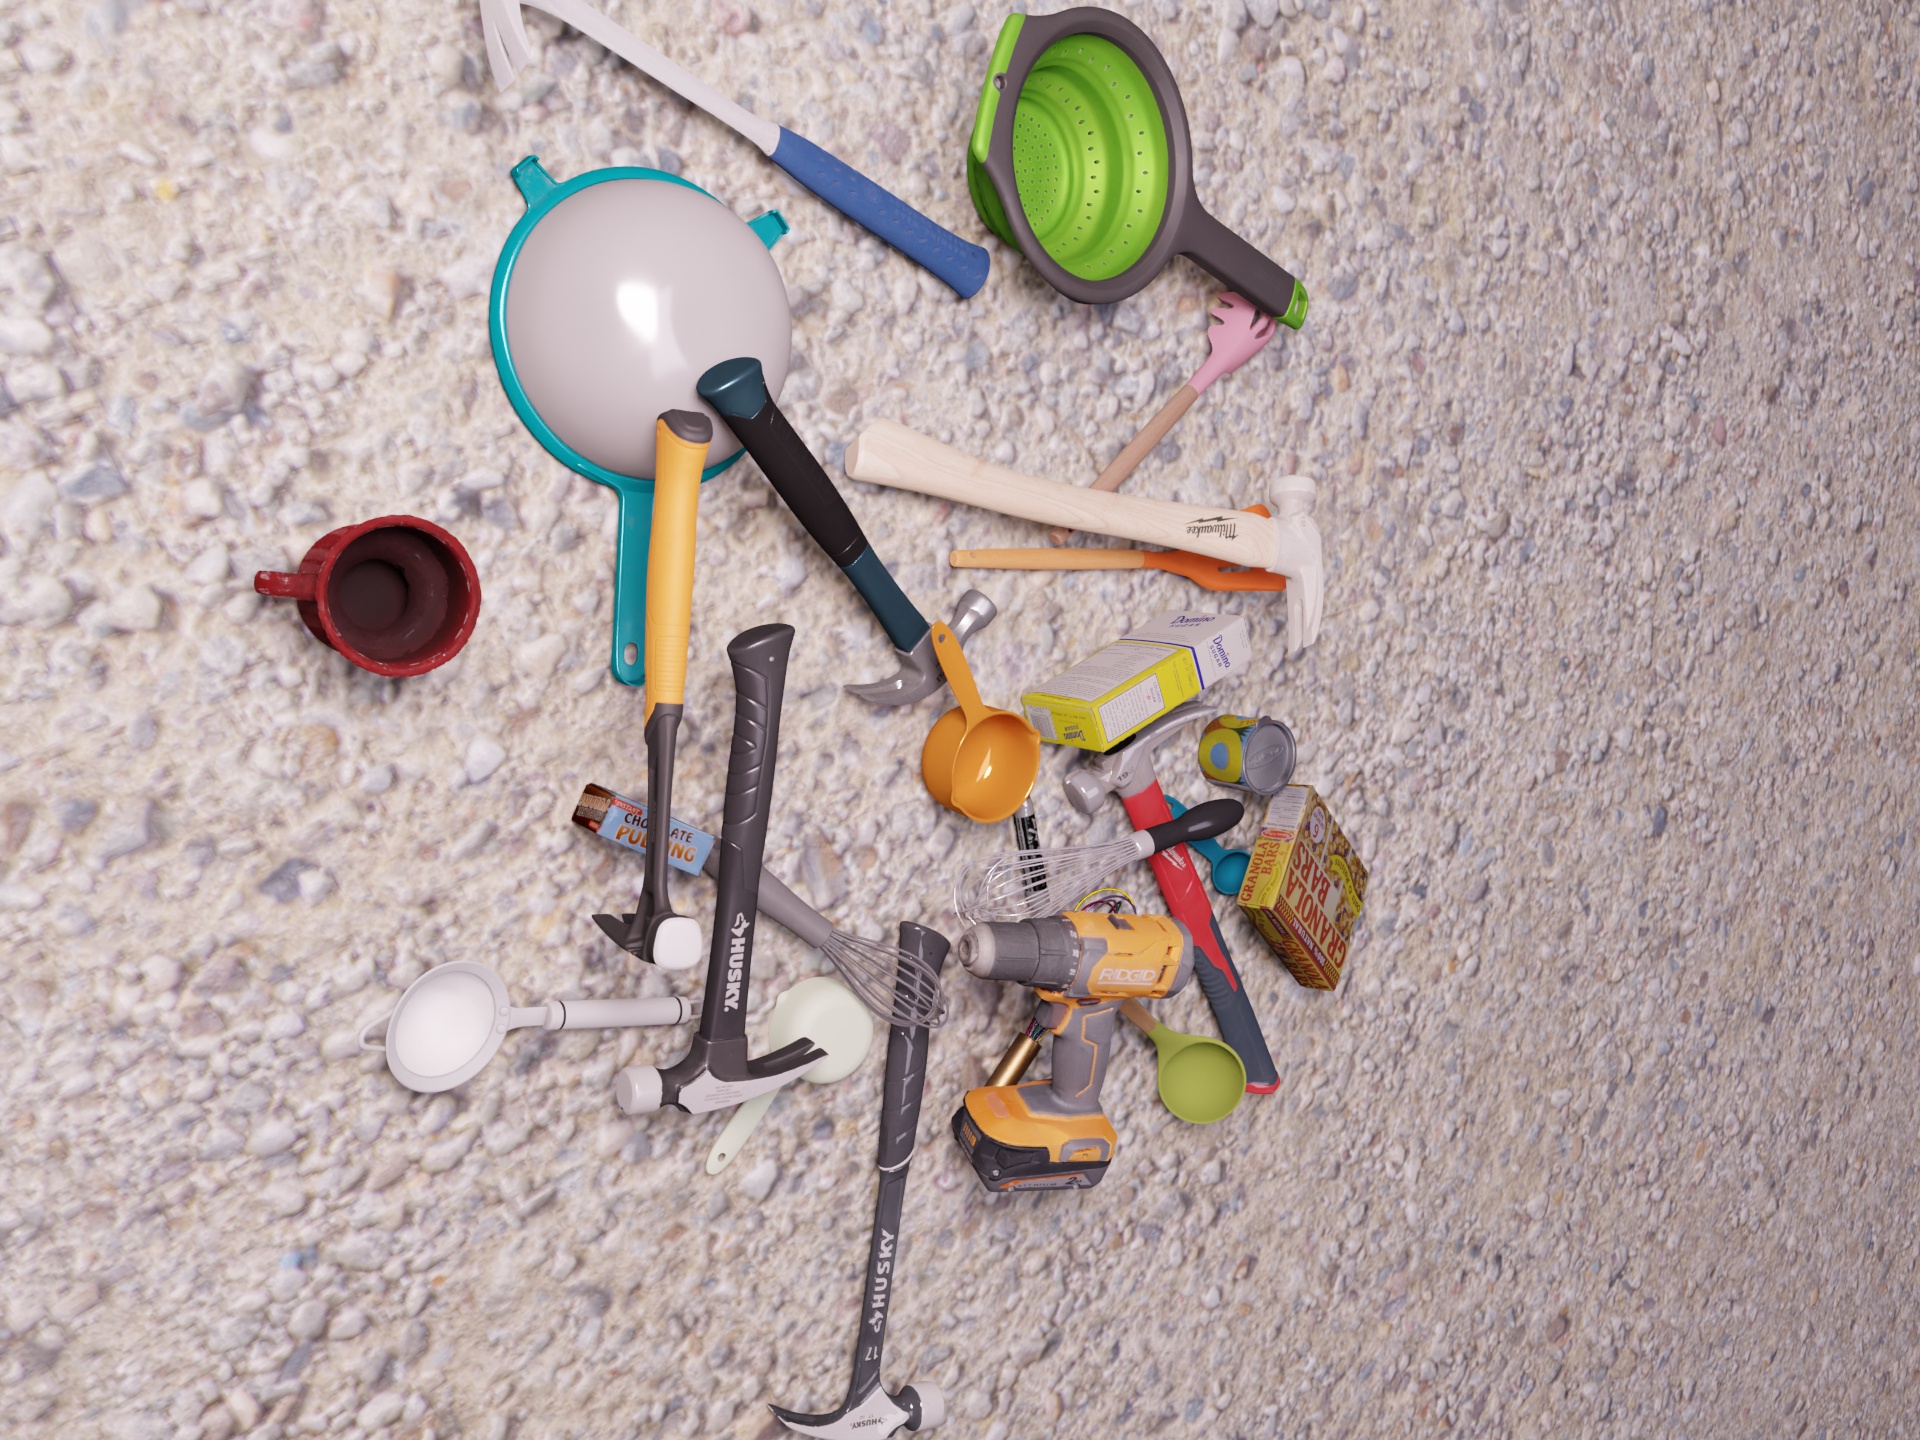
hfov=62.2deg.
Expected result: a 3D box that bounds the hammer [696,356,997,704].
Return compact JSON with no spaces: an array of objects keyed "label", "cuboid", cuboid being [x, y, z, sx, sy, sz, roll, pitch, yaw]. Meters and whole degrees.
[{"label":"hammer","cuboid":[-0.080,-0.126,1.095,0.128,0.033,0.330,-52,139,-14]}]

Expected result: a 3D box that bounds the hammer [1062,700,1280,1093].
[{"label":"hammer","cuboid":[0.218,0.169,1.389,0.143,0.038,0.386,-33,116,-15]}]

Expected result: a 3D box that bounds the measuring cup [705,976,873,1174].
[{"label":"measuring cup","cuboid":[-0.126,0.265,1.165,0.083,0.038,0.168,49,66,-30]}]

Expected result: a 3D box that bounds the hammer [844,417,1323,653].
[{"label":"hammer","cuboid":[0.106,-0.153,1.223,0.410,0.038,0.146,8,72,-24]}]

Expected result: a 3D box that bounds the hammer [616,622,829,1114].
[{"label":"hammer","cuboid":[-0.143,0.100,1.072,0.146,0.035,0.334,1,101,-35]}]

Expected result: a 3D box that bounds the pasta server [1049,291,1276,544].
[{"label":"pasta server","cuboid":[0.169,-0.253,1.309,0.316,0.040,0.060,-48,120,-20]}]

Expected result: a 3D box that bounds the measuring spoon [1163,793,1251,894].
[{"label":"measuring spoon","cuboid":[0.212,0.105,1.404,0.042,0.021,0.128,-46,112,1]}]

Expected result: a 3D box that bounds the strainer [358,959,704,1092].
[{"label":"strainer","cuboid":[-0.277,0.196,1.049,0.258,0.050,0.087,7,98,-42]}]

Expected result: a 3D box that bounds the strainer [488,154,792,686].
[{"label":"strainer","cuboid":[-0.189,-0.190,1.026,0.211,0.095,0.340,1,94,-36]}]

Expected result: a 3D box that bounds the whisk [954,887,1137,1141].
[{"label":"whisk","cuboid":[0.067,0.241,1.306,0.047,0.051,0.245,38,78,-11]}]

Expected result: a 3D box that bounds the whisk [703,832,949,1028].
[{"label":"whisk","cuboid":[-0.099,0.152,1.151,0.238,0.055,0.055,39,73,-19]}]

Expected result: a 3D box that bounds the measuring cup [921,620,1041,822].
[{"label":"measuring cup","cuboid":[-0.002,-0.004,1.203,0.095,0.052,0.173,-37,121,-26]}]

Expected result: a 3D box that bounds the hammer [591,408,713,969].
[{"label":"hammer","cuboid":[-0.185,-0.022,0.986,0.034,0.127,0.337,3,92,-29]}]

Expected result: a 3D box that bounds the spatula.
[{"label":"spatula","cuboid":[0.133,-0.136,1.298,0.322,0.041,0.081,-4,75,-34]}]

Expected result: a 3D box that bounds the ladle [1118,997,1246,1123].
[{"label":"ladle","cuboid":[0.150,0.249,1.311,0.078,0.062,0.319,-38,135,6]}]

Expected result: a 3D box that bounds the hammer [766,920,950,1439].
[{"label":"hammer","cuboid":[-0.058,0.358,1.231,0.149,0.036,0.409,6,92,-35]}]

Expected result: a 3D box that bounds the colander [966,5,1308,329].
[{"label":"colander","cuboid":[0.130,-0.393,1.235,0.396,0.094,0.204,18,86,-43]}]

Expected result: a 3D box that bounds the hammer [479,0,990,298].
[{"label":"hammer","cuboid":[-0.135,-0.386,1.057,0.405,0.035,0.144,22,57,-39]}]

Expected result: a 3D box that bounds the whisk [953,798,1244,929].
[{"label":"whisk","cuboid":[0.116,0.108,1.269,0.284,0.070,0.070,-17,106,-29]}]

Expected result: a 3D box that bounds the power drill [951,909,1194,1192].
[{"label":"power drill","cuboid":[0.062,0.244,1.203,0.185,0.084,0.226,7,112,-28]}]
